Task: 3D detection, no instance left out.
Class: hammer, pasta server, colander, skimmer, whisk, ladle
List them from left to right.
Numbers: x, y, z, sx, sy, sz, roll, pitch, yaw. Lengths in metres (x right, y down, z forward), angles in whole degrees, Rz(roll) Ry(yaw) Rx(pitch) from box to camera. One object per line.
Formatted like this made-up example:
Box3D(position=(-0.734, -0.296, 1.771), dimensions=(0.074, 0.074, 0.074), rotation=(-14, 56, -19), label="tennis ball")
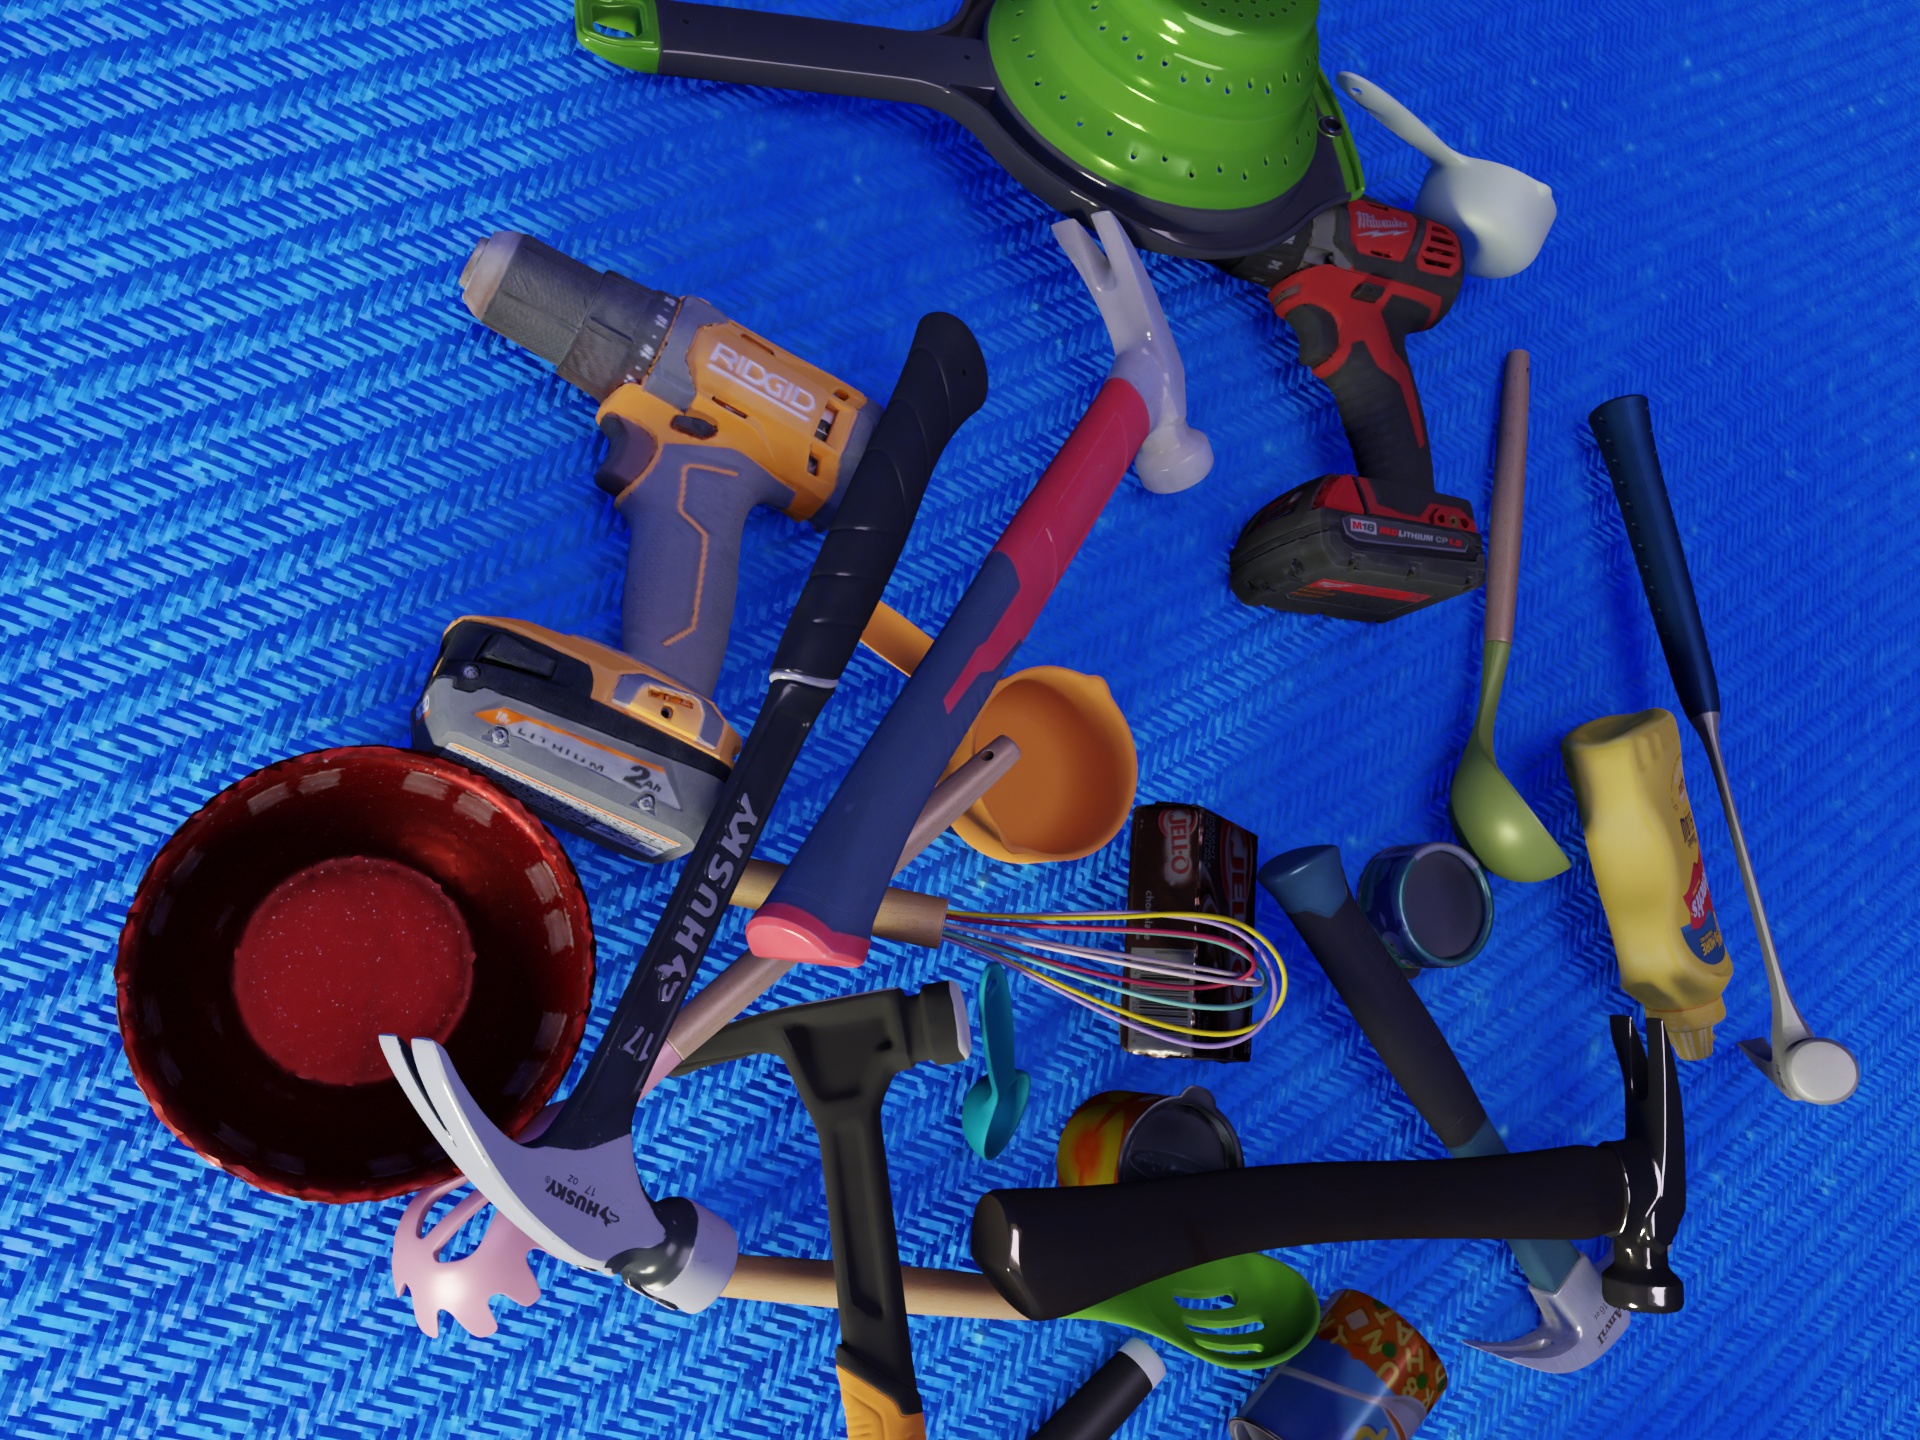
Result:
Box3D(position=(-0.091, 0.111, 0.623), dimensions=(0.316, 0.040, 0.060), rotation=(-41, 63, -19), label="pasta server")
Box3D(position=(-0.071, -0.002, 0.602), dimensions=(0.149, 0.036, 0.409), rotation=(46, 53, -37), label="hammer")
Box3D(position=(-0.035, 0.268, 0.580), dimensions=(0.127, 0.034, 0.337), rotation=(-11, 67, 2), label="hammer")
Box3D(position=(-0.030, 0.381, 0.613), dimensions=(0.363, 0.090, 0.127), rotation=(-37, 98, -27), label="skimmer")
Box3D(position=(0.012, -0.061, 0.655), dimensions=(0.386, 0.038, 0.143), rotation=(-58, 133, -39), label="hammer")
Box3D(position=(0.015, 0.086, 0.665), dimensions=(0.245, 0.047, 0.051), rotation=(12, 42, 4), label="whisk")
Box3D(position=(0.027, -0.328, 0.738), dimensions=(0.397, 0.094, 0.205), rotation=(-1, 62, -19), label="colander")
Box3D(position=(0.188, 0.208, 0.721), dimensions=(0.410, 0.038, 0.146), rotation=(6, 81, -30), label="hammer")
Box3D(position=(0.248, 0.194, 0.802), dimensions=(0.128, 0.033, 0.331), rotation=(-42, 106, -25), label="hammer")
Box3D(position=(0.312, -0.067, 0.882), dimensions=(0.078, 0.062, 0.320), rotation=(37, 58, -54), label="ladle")
Box3D(position=(0.426, 0.010, 0.908), dimensions=(0.035, 0.144, 0.406), rotation=(-13, 76, 15), label="hammer")

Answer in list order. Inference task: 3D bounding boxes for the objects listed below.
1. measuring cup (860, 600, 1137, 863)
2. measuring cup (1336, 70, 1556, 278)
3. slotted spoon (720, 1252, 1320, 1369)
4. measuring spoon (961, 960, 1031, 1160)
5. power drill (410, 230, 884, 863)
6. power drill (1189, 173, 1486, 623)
Box3D(position=(-0.001, -0.002, 0.714), dimensions=(0.173, 0.052, 0.095), rotation=(37, 66, -17), label="measuring cup")
Box3D(position=(0.256, -0.294, 0.871), dimensions=(0.167, 0.083, 0.038), rotation=(24, 86, -32), label="measuring cup")
Box3D(position=(0.015, 0.248, 0.688), dimensions=(0.313, 0.070, 0.031), rotation=(12, 114, -20), label="slotted spoon")
Box3D(position=(0.010, 0.140, 0.675), dimensions=(0.042, 0.021, 0.128), rotation=(-50, 149, -36), label="measuring spoon")
Box3D(position=(-0.144, -0.078, 0.644), dimensions=(0.185, 0.084, 0.226), rotation=(27, 66, -20), label="power drill")
Box3D(position=(0.182, -0.175, 0.825), dimensions=(0.187, 0.080, 0.227), rotation=(6, 76, -26), label="power drill")
